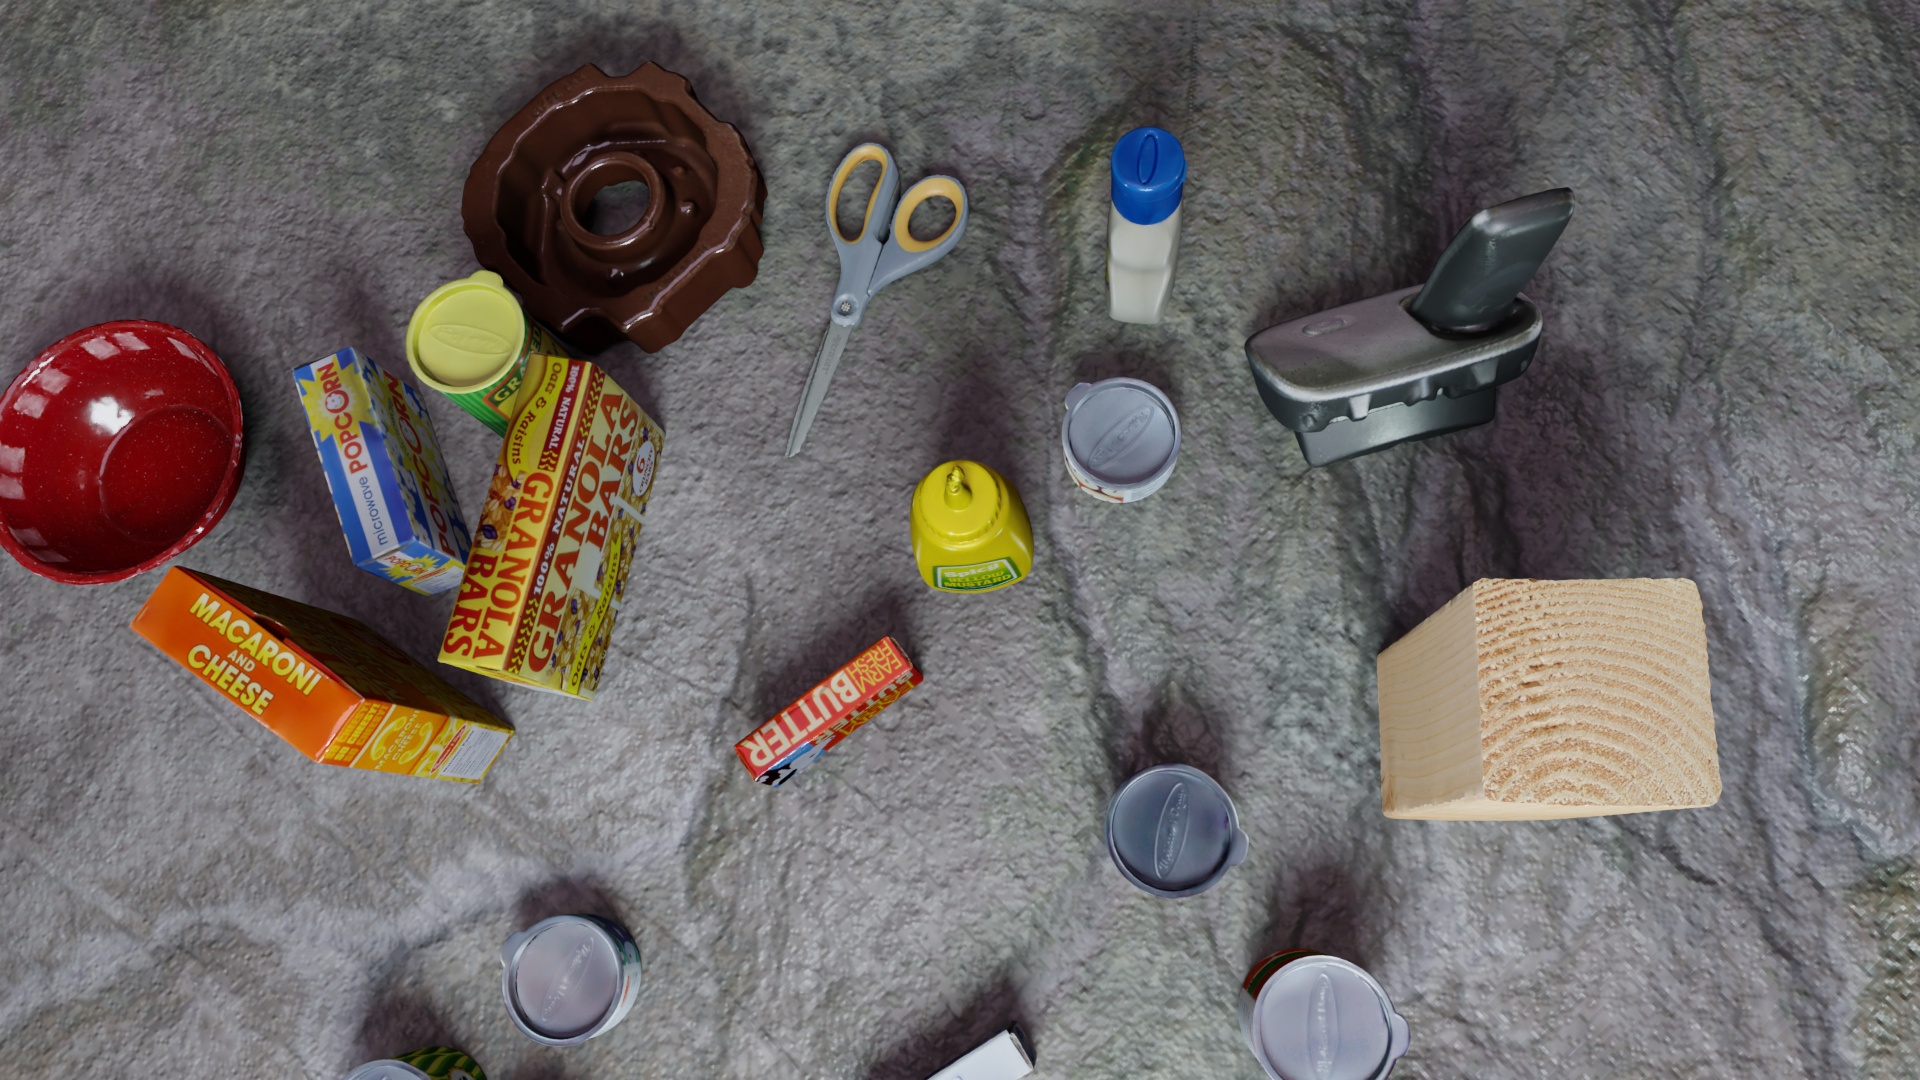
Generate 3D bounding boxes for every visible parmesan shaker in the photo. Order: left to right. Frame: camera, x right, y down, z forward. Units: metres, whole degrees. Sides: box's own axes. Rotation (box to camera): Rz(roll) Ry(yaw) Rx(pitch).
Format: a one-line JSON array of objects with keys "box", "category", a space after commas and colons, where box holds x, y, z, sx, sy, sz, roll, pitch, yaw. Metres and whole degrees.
[{"box": [-0.259, -0.101, 0.792, 0.071, 0.103, 0.071, -1, 76, 6], "category": "parmesan shaker"}]

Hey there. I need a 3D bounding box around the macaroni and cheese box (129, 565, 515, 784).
[{"box": [-0.323, 0.073, 0.723, 0.124, 0.166, 0.040, 31, 82, 12], "category": "macaroni and cheese box"}]

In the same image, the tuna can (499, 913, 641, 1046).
[{"box": [-0.208, 0.232, 0.741, 0.071, 0.032, 0.071, -1, 76, 6], "category": "tuna can"}]

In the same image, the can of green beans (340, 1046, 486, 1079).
[{"box": [-0.285, 0.300, 0.719, 0.071, 0.057, 0.071, -1, 76, 6], "category": "can of green beans"}]

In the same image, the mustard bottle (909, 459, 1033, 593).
[{"box": [0.003, -0.009, 0.713, 0.065, 0.160, 0.049, -8, 76, 4], "category": "mustard bottle"}]

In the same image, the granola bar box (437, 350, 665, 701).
[{"box": [-0.215, -0.003, 0.752, 0.039, 0.124, 0.166, 11, 78, 9], "category": "granola bar box"}]

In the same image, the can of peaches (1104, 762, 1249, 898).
[{"box": [0.110, 0.151, 0.715, 0.071, 0.058, 0.071, -1, 76, 6], "category": "can of peaches"}]

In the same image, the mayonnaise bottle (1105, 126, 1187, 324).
[{"box": [0.099, -0.171, 0.749, 0.041, 0.148, 0.065, 8, 78, 8], "category": "mayonnaise bottle"}]

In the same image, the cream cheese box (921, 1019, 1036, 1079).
[{"box": [-0.011, 0.280, 0.697, 0.104, 0.053, 0.024, -33, 76, -3], "category": "cream cheese box"}]

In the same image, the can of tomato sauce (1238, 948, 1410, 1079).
[{"box": [0.173, 0.233, 0.675, 0.071, 0.083, 0.071, -1, 76, 6], "category": "can of tomato sauce"}]

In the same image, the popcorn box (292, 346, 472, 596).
[{"box": [-0.326, -0.037, 0.793, 0.038, 0.085, 0.127, -24, 75, 0], "category": "popcorn box"}]

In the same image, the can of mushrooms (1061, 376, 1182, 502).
[{"box": [0.089, -0.058, 0.781, 0.071, 0.033, 0.071, -1, 76, 6], "category": "can of mushrooms"}]

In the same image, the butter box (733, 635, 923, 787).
[{"box": [-0.070, 0.093, 0.750, 0.103, 0.053, 0.024, -36, 76, -3], "category": "butter box"}]
